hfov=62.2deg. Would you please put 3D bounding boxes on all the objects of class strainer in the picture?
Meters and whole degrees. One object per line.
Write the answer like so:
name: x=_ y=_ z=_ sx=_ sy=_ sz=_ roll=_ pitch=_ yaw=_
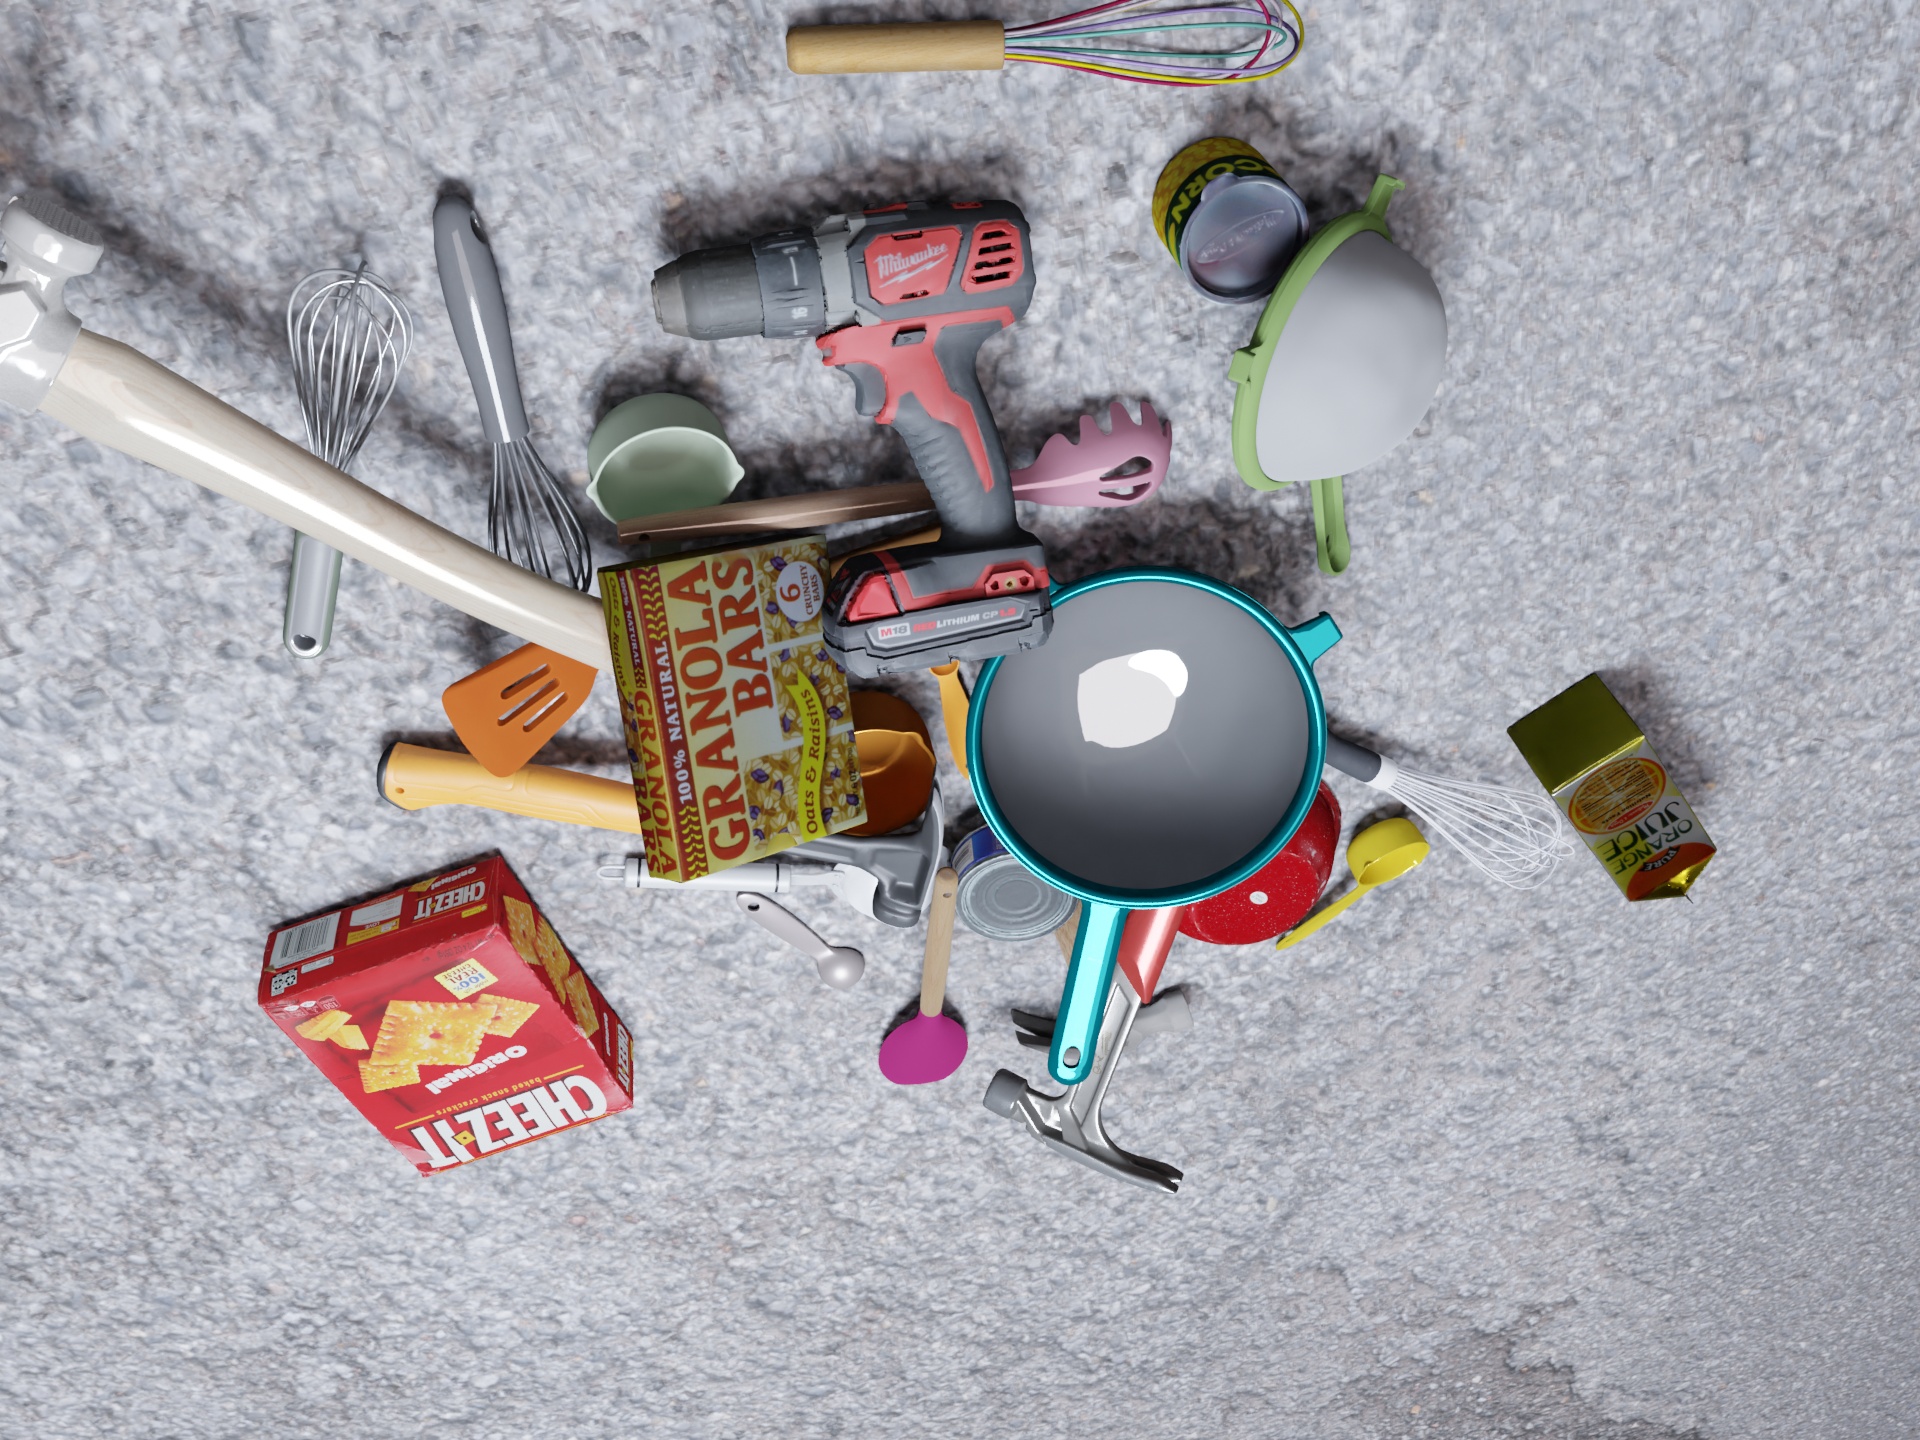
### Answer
strainer: x=0.099 y=0.060 z=0.991 sx=0.211 sy=0.095 sz=0.340 roll=11 pitch=109 yaw=0
strainer: x=0.220 y=-0.152 z=0.867 sx=0.151 sy=0.069 sz=0.256 roll=-51 pitch=149 yaw=-18
strainer: x=-0.111 y=0.108 z=1.058 sx=0.258 sy=0.050 sz=0.086 roll=3 pitch=142 yaw=-11

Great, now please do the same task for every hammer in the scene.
hammer: x=0.073 y=0.134 z=1.125 sx=0.130 sy=0.031 sz=0.331 roll=-19 pitch=130 yaw=2
hammer: x=-0.281 y=-0.081 z=0.781 sx=0.410 sy=0.038 sz=0.146 roll=28 pitch=106 yaw=-36
hammer: x=0.136 y=0.145 z=1.071 sx=0.149 sy=0.037 sz=0.359 roll=23 pitch=109 yaw=12
hammer: x=-0.177 y=0.052 z=0.954 sx=0.337 sy=0.034 sz=0.127 roll=10 pitch=135 yaw=-5

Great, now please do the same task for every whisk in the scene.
whisk: x=-0.323 y=-0.124 z=0.814 sx=0.057 sy=0.059 sz=0.246 roll=12 pitch=130 yaw=-18
whisk: x=0.041 y=-0.321 z=0.747 sx=0.245 sy=0.051 sz=0.047 roll=-4 pitch=108 yaw=-5
whisk: x=0.313 y=0.045 z=1.096 sx=0.284 sy=0.070 sz=0.070 roll=23 pitch=120 yaw=-22
whisk: x=-0.231 y=-0.150 z=0.818 sx=0.055 sy=0.055 sz=0.238 roll=-9 pitch=125 yaw=-6

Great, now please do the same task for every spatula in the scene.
spatula: x=-0.131 y=-0.056 z=0.907 sx=0.322 sy=0.041 sz=0.080 roll=-20 pitch=140 yaw=-2

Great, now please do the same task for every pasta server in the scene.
pasta server: x=-0.028 y=-0.126 z=0.869 sx=0.316 sy=0.040 sz=0.060 roll=-9 pitch=130 yaw=-11

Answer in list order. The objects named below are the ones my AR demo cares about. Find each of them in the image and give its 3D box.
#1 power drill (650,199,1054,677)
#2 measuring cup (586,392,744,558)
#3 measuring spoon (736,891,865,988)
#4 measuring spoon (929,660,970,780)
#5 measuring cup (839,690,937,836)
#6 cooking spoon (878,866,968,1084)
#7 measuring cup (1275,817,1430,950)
power drill: x=-0.047 y=-0.141 z=0.802 sx=0.188 sy=0.080 sz=0.226 roll=-10 pitch=105 yaw=-9
measuring cup: x=-0.165 y=-0.112 z=0.873 sx=0.083 sy=0.038 sz=0.167 roll=-10 pitch=148 yaw=-17
measuring spoon: x=-0.112 y=0.156 z=1.108 sx=0.034 sy=0.018 sz=0.124 roll=-36 pitch=126 yaw=17
measuring spoon: x=-0.002 y=-0.003 z=1.012 sx=0.021 sy=0.011 sz=0.116 roll=-16 pitch=134 yaw=0
measuring cup: x=-0.092 y=0.006 z=0.971 sx=0.173 sy=0.052 sz=0.095 roll=29 pitch=118 yaw=-29
cooking spoon: x=-0.020 y=0.190 z=1.113 sx=0.068 sy=0.017 sz=0.318 roll=-5 pitch=144 yaw=-8
measuring cup: x=0.278 y=0.121 z=1.168 sx=0.062 sy=0.029 sz=0.156 roll=2 pitch=144 yaw=-38
